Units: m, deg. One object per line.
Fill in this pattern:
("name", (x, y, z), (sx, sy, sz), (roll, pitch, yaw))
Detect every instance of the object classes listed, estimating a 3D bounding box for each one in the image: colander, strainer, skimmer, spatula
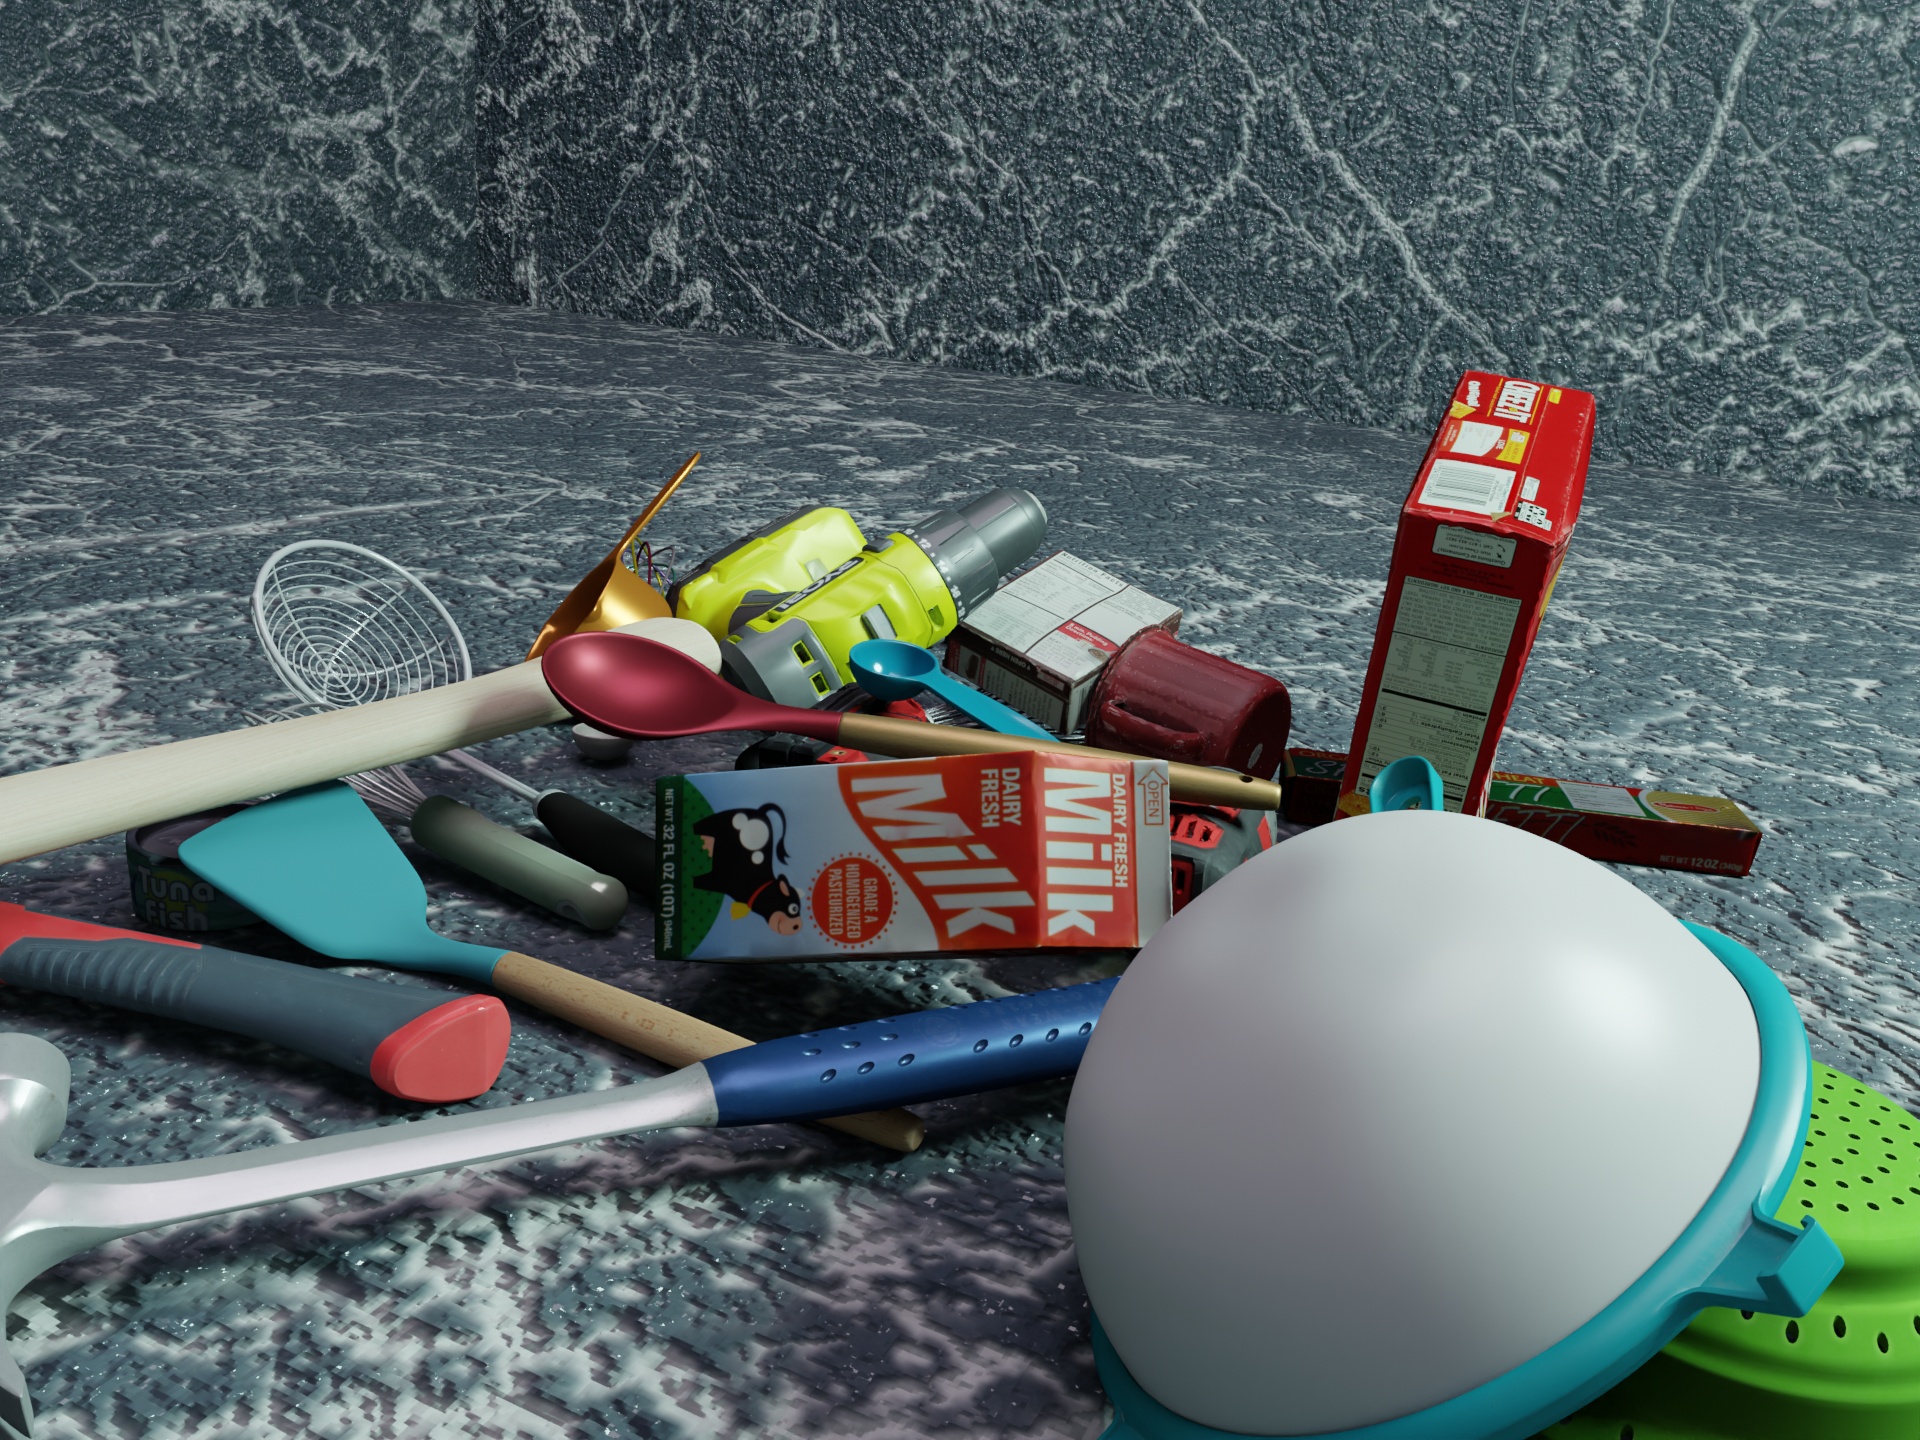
("colander", (0.280, 0.170, 0.409), (0.397, 0.094, 0.204), (16, 21, 29))
("strainer", (0.118, 0.063, 0.487), (0.211, 0.095, 0.340), (-30, 13, 25))
("skimmer", (-0.229, -0.004, 0.787), (0.363, 0.090, 0.127), (22, 7, 38))
("spatula", (-0.153, 0.093, 0.597), (0.318, 0.044, 0.082), (15, 26, 24))

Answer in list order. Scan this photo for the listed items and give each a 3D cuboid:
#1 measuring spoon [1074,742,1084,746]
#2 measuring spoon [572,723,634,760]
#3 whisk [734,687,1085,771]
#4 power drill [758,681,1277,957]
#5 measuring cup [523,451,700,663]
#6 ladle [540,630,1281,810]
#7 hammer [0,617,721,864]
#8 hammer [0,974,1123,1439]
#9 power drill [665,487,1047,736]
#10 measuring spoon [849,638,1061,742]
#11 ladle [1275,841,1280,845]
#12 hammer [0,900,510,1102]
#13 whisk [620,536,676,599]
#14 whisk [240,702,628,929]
("measuring spoon", (0.085, 0.021, 0.926), (0.117, 0.011, 0.021), (-5, 48, -34))
("measuring spoon", (-0.186, 0.004, 0.905), (0.034, 0.018, 0.124), (7, 12, 8))
("whisk", (0.001, -0.001, 0.904), (0.284, 0.070, 0.070), (-13, 25, -32))
("power drill", (0.030, 0.044, 0.716), (0.220, 0.078, 0.143), (9, 20, 19))
("measuring cup", (-0.186, -0.079, 0.936), (0.052, 0.174, 0.095), (41, -20, -23))
("ladle", (-0.024, 0.006, 0.667), (0.315, 0.031, 0.069), (9, 34, 8))
("hammer", (-0.264, 0.016, 0.656), (0.146, 0.038, 0.410), (26, 30, 37))
("hammer", (-0.088, 0.123, 0.496), (0.405, 0.035, 0.144), (-5, 29, -24))
("power drill", (-0.068, -0.073, 0.909), (0.190, 0.080, 0.229), (-35, 19, -16))
("measuring spoon", (-0.001, -0.002, 0.718), (0.129, 0.021, 0.042), (31, 33, 34))
("ladle", (0.177, 0.089, 0.724), (0.078, 0.062, 0.320), (-11, 17, -31))
("hammer", (-0.344, 0.078, 0.600), (0.386, 0.038, 0.143), (9, 17, 11))
("whisk", (-0.217, -0.076, 1.082), (0.051, 0.047, 0.245), (3, 22, -11))
("whisk", (-0.245, 0.042, 0.724), (0.246, 0.057, 0.059), (20, 58, 27))
